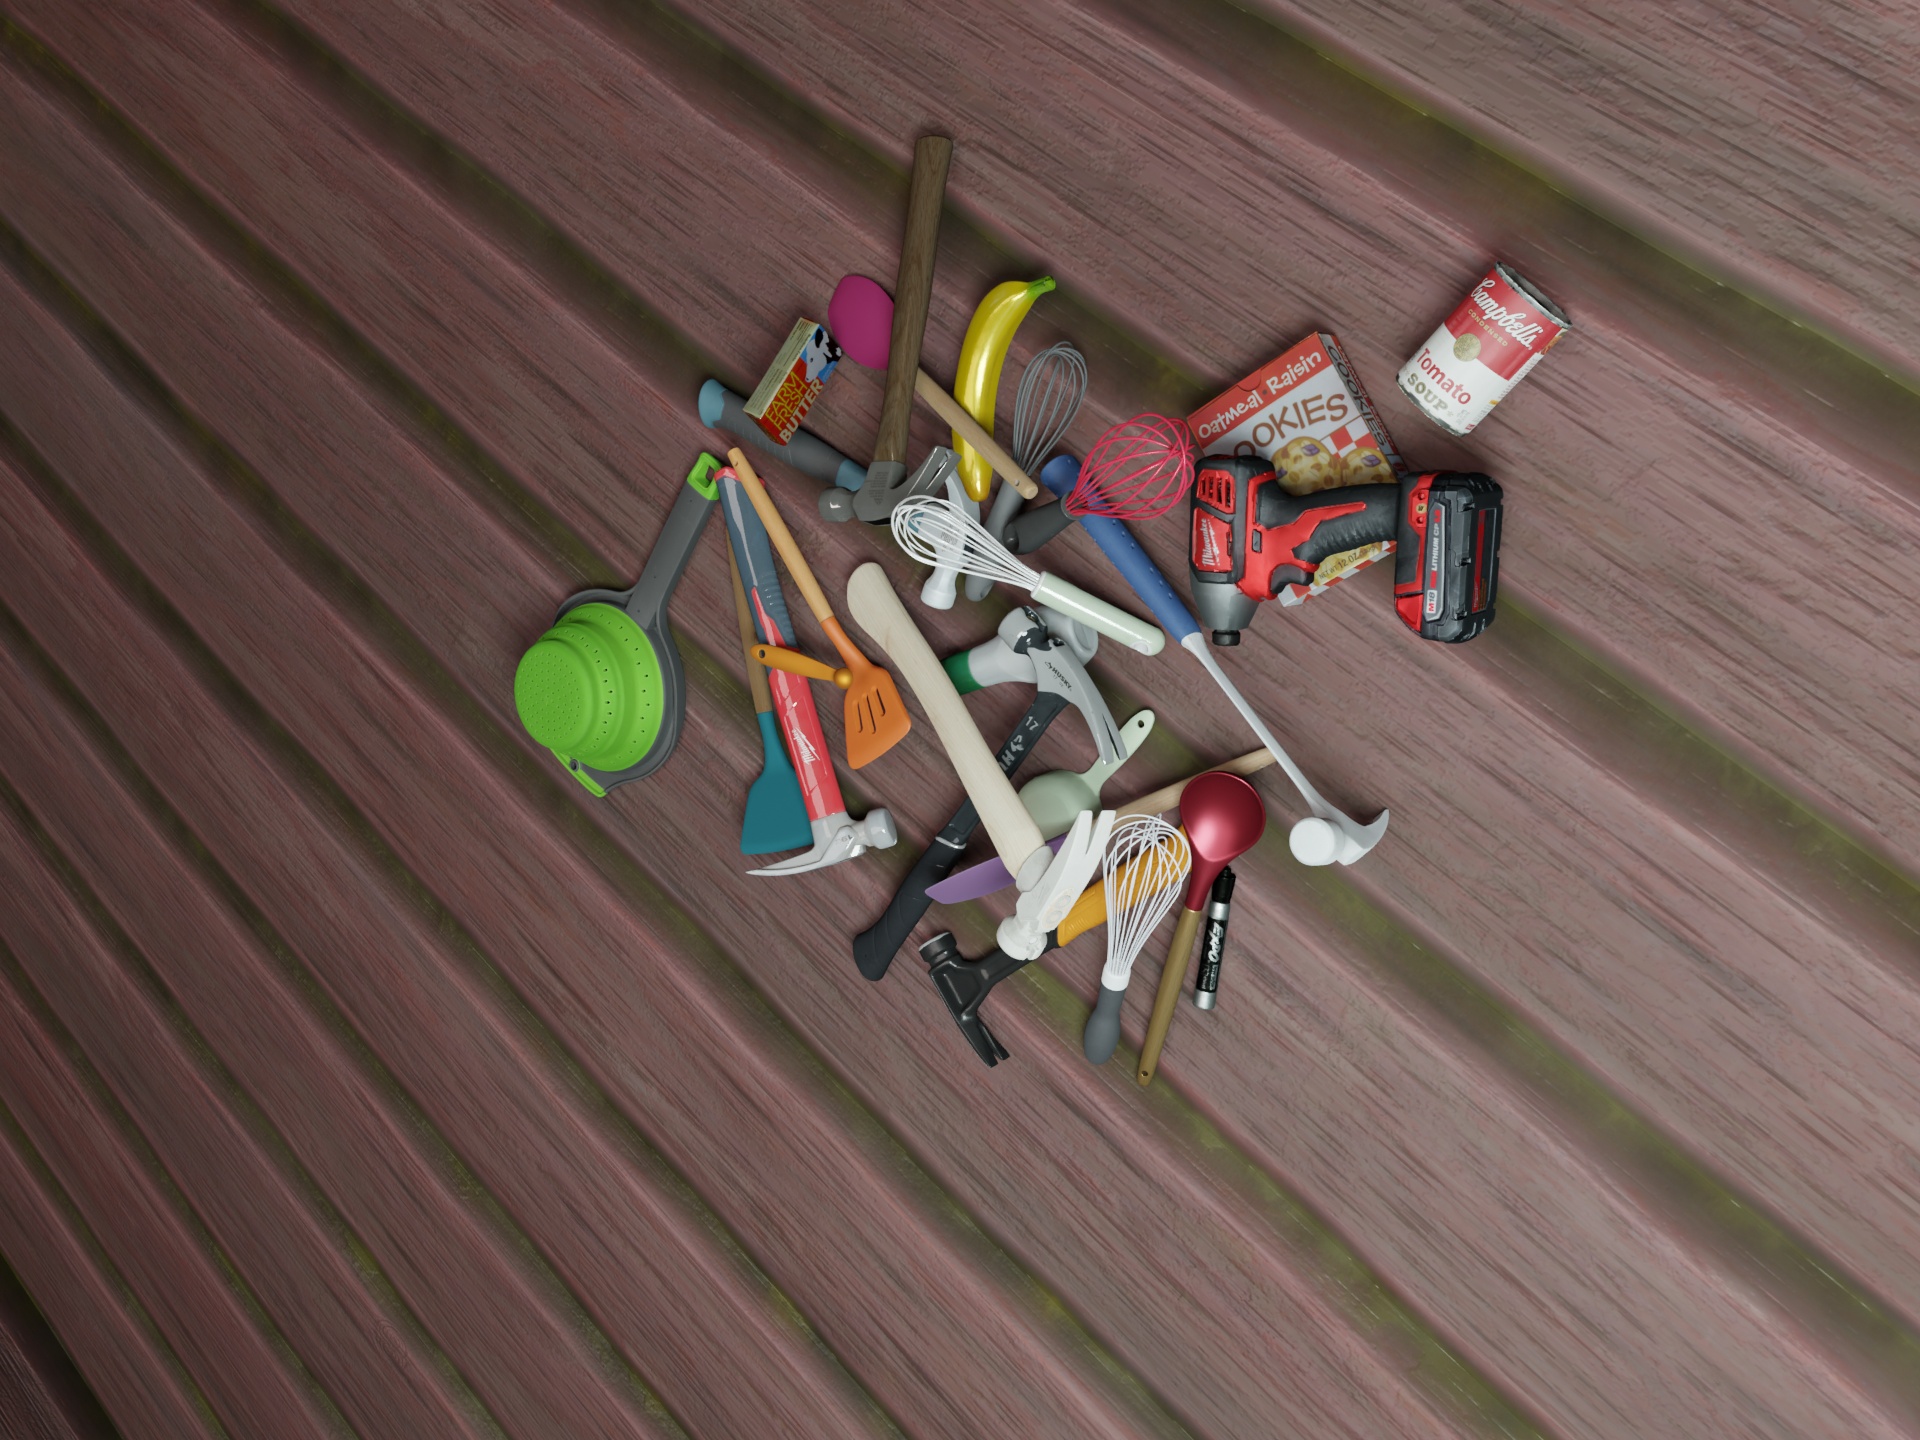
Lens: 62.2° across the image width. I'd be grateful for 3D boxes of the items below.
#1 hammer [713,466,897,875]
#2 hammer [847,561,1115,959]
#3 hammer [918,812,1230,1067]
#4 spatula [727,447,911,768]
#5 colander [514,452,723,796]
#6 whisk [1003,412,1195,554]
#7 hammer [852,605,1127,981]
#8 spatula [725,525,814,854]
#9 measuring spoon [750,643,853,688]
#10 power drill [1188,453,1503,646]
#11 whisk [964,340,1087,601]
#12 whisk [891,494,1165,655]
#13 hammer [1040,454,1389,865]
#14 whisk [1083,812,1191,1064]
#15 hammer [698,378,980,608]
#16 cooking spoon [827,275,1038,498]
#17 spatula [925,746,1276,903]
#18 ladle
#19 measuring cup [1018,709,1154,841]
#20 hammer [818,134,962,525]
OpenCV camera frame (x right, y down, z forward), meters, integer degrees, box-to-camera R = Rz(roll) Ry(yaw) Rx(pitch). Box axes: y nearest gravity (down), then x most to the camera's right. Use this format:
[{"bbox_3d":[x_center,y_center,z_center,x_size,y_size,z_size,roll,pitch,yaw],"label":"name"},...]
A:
[{"bbox_3d":[-0.180,-0.049,1.493,0.143,0.038,0.386,-18,84,9],"label":"hammer"},{"bbox_3d":[-0.002,-0.004,1.308,0.411,0.038,0.146,59,134,40],"label":"hammer"},{"bbox_3d":[0.107,0.173,1.361,0.337,0.034,0.127,-38,75,32],"label":"hammer"},{"bbox_3d":[-0.138,-0.112,1.454,0.081,0.041,0.323,-35,80,31],"label":"spatula"},{"bbox_3d":[-0.347,-0.093,1.584,0.205,0.094,0.397,42,117,21],"label":"colander"},{"bbox_3d":[0.095,-0.167,1.206,0.296,0.073,0.073,-18,87,68],"label":"whisk"},{"bbox_3d":[0.004,0.096,1.384,0.149,0.036,0.408,50,129,23],"label":"hammer"},{"bbox_3d":[-0.193,-0.033,1.523,0.082,0.044,0.317,-10,90,10],"label":"spatula"},{"bbox_3d":[-0.147,-0.050,1.445,0.117,0.011,0.021,17,104,28],"label":"measuring spoon"},{"bbox_3d":[0.266,-0.116,1.142,0.220,0.078,0.143,9,103,34],"label":"power drill"},{"bbox_3d":[0.050,-0.205,1.338,0.055,0.055,0.238,35,120,24],"label":"whisk"},{"bbox_3d":[0.056,-0.114,1.286,0.246,0.059,0.057,26,153,-7],"label":"whisk"},{"bbox_3d":[0.189,-0.054,1.238,0.035,0.144,0.406,-46,63,24],"label":"hammer"},{"bbox_3d":[0.131,0.185,1.298,0.070,0.070,0.284,31,133,26],"label":"whisk"},{"bbox_3d":[-0.117,-0.229,1.449,0.331,0.033,0.128,31,114,26],"label":"hammer"},{"bbox_3d":[-0.029,-0.284,1.354,0.319,0.017,0.068,50,124,32],"label":"cooking spoon"},{"bbox_3d":[0.114,0.090,1.311,0.316,0.059,0.018,-26,58,19],"label":"spatula"},{"bbox_3d":[0.184,0.173,1.292,0.069,0.031,0.315,20,118,17],"label":"ladle"},{"bbox_3d":[0.105,0.052,1.341,0.083,0.038,0.167,49,122,18],"label":"measuring cup"},{"bbox_3d":[-0.043,-0.328,1.339,0.130,0.031,0.331,6,87,40],"label":"hammer"}]
